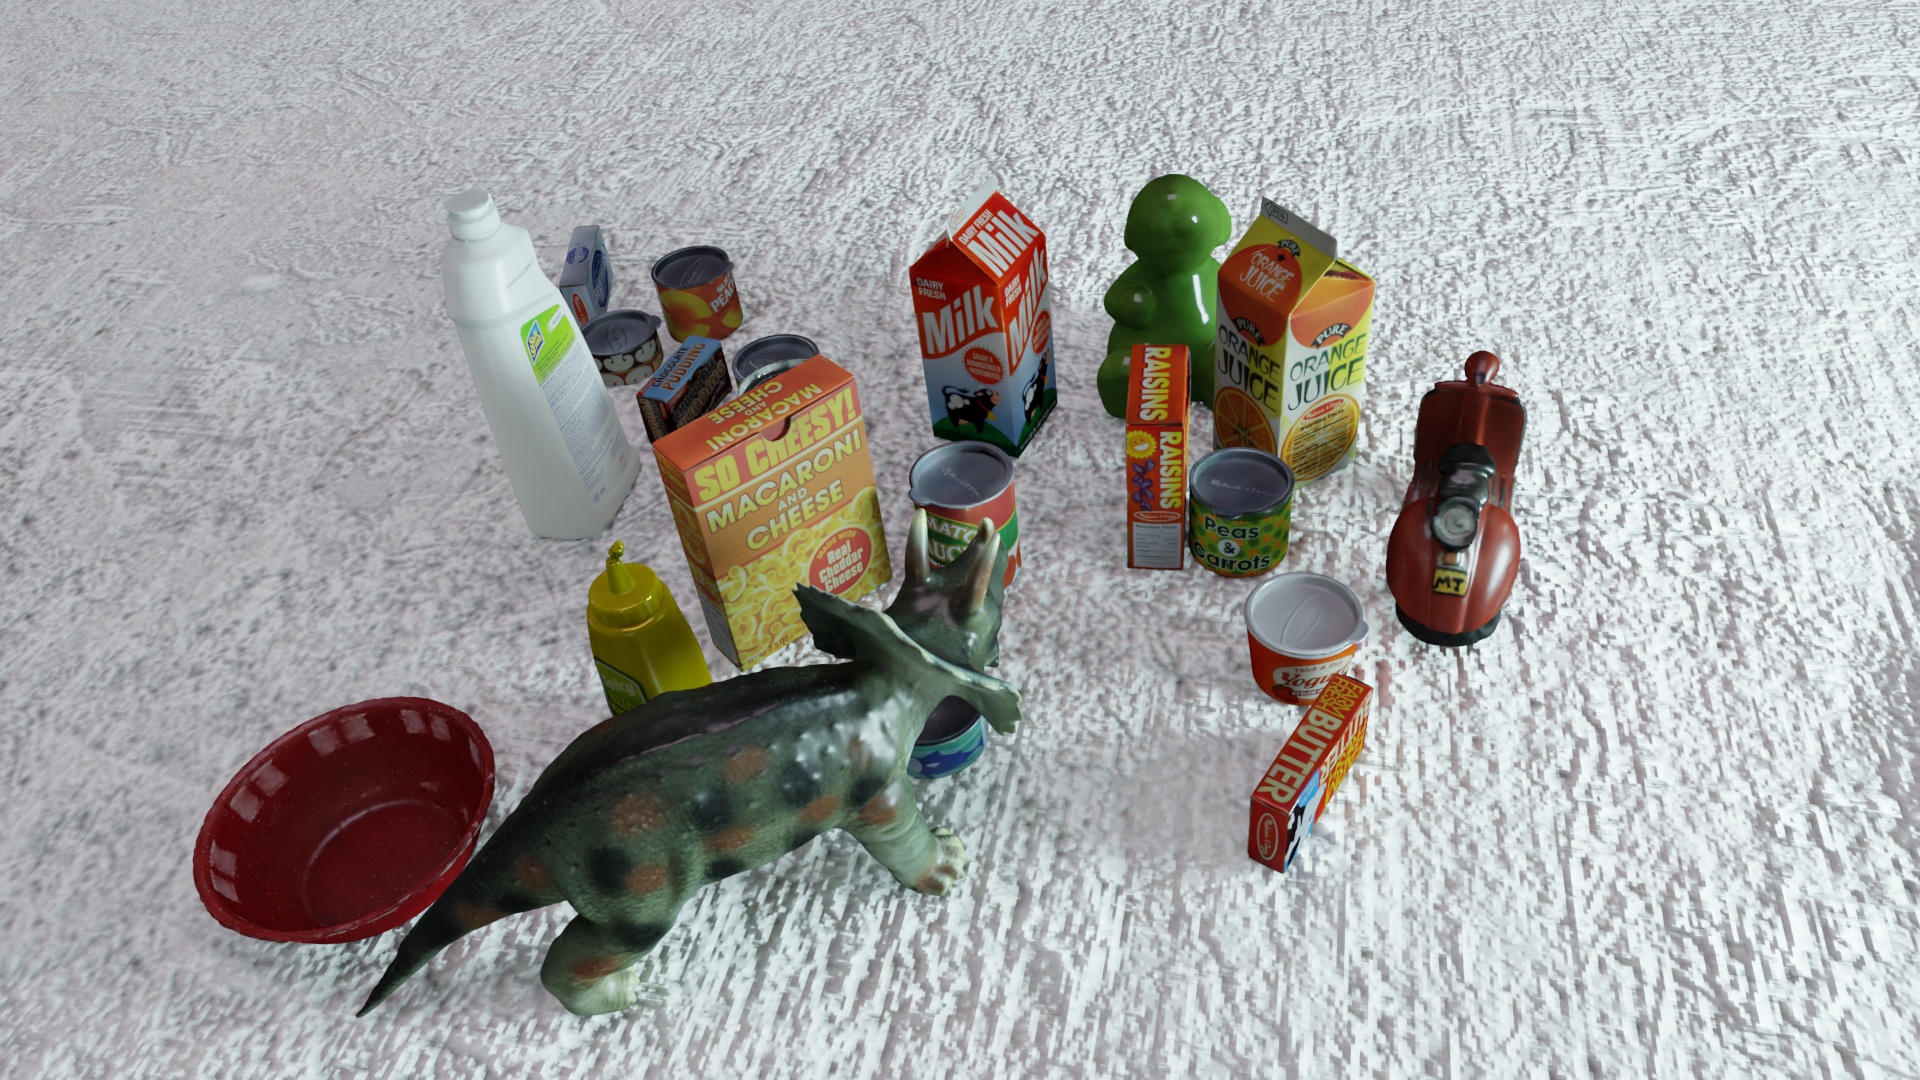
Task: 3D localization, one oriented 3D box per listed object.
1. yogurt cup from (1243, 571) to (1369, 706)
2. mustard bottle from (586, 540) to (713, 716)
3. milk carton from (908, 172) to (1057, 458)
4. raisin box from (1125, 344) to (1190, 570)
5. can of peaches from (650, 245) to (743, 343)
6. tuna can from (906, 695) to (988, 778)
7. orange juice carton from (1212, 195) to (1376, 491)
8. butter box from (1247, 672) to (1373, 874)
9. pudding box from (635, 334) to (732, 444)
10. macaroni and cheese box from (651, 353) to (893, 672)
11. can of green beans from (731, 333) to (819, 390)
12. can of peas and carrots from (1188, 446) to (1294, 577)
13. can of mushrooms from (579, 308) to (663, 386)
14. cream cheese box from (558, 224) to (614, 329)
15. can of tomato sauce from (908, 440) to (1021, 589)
[{"bbox_3d":[0.200,0.060,0.815,0.072,0.053,0.073,-4,42,4],"label":"yogurt cup"},{"bbox_3d":[-0.181,0.061,0.790,0.065,0.159,0.049,22,50,29],"label":"mustard bottle"},{"bbox_3d":[0.017,-0.158,0.981,0.073,0.189,0.073,16,47,24],"label":"milk carton"},{"bbox_3d":[0.128,-0.053,0.899,0.040,0.122,0.086,2,43,10],"label":"raisin box"},{"bbox_3d":[-0.218,-0.205,1.165,0.071,0.057,0.071,-4,42,4],"label":"can of peaches"},{"bbox_3d":[-0.019,0.105,0.812,0.071,0.032,0.071,-4,42,4],"label":"tuna can"},{"bbox_3d":[0.218,-0.129,0.918,0.073,0.191,0.072,-25,45,-18],"label":"orange juice carton"},{"bbox_3d":[0.188,0.124,0.747,0.024,0.052,0.104,23,50,29],"label":"butter box"},{"bbox_3d":[-0.212,-0.115,1.071,0.030,0.049,0.084,12,45,20],"label":"pudding box"},{"bbox_3d":[-0.110,-0.015,0.858,0.124,0.165,0.040,-33,48,-26],"label":"macaroni and cheese box"},{"bbox_3d":[-0.135,-0.114,1.052,0.071,0.057,0.071,-4,42,4],"label":"can of green beans"},{"bbox_3d":[0.180,-0.016,0.898,0.071,0.058,0.071,-4,42,4],"label":"can of peas and carrots"},{"bbox_3d":[-0.277,-0.159,1.140,0.071,0.033,0.071,-4,42,4],"label":"can of mushrooms"},{"bbox_3d":[-0.324,-0.225,1.205,0.024,0.053,0.104,-7,42,0],"label":"cream cheese box"},{"bbox_3d":[0.003,-0.011,0.900,0.071,0.082,0.071,-4,42,4],"label":"can of tomato sauce"}]
